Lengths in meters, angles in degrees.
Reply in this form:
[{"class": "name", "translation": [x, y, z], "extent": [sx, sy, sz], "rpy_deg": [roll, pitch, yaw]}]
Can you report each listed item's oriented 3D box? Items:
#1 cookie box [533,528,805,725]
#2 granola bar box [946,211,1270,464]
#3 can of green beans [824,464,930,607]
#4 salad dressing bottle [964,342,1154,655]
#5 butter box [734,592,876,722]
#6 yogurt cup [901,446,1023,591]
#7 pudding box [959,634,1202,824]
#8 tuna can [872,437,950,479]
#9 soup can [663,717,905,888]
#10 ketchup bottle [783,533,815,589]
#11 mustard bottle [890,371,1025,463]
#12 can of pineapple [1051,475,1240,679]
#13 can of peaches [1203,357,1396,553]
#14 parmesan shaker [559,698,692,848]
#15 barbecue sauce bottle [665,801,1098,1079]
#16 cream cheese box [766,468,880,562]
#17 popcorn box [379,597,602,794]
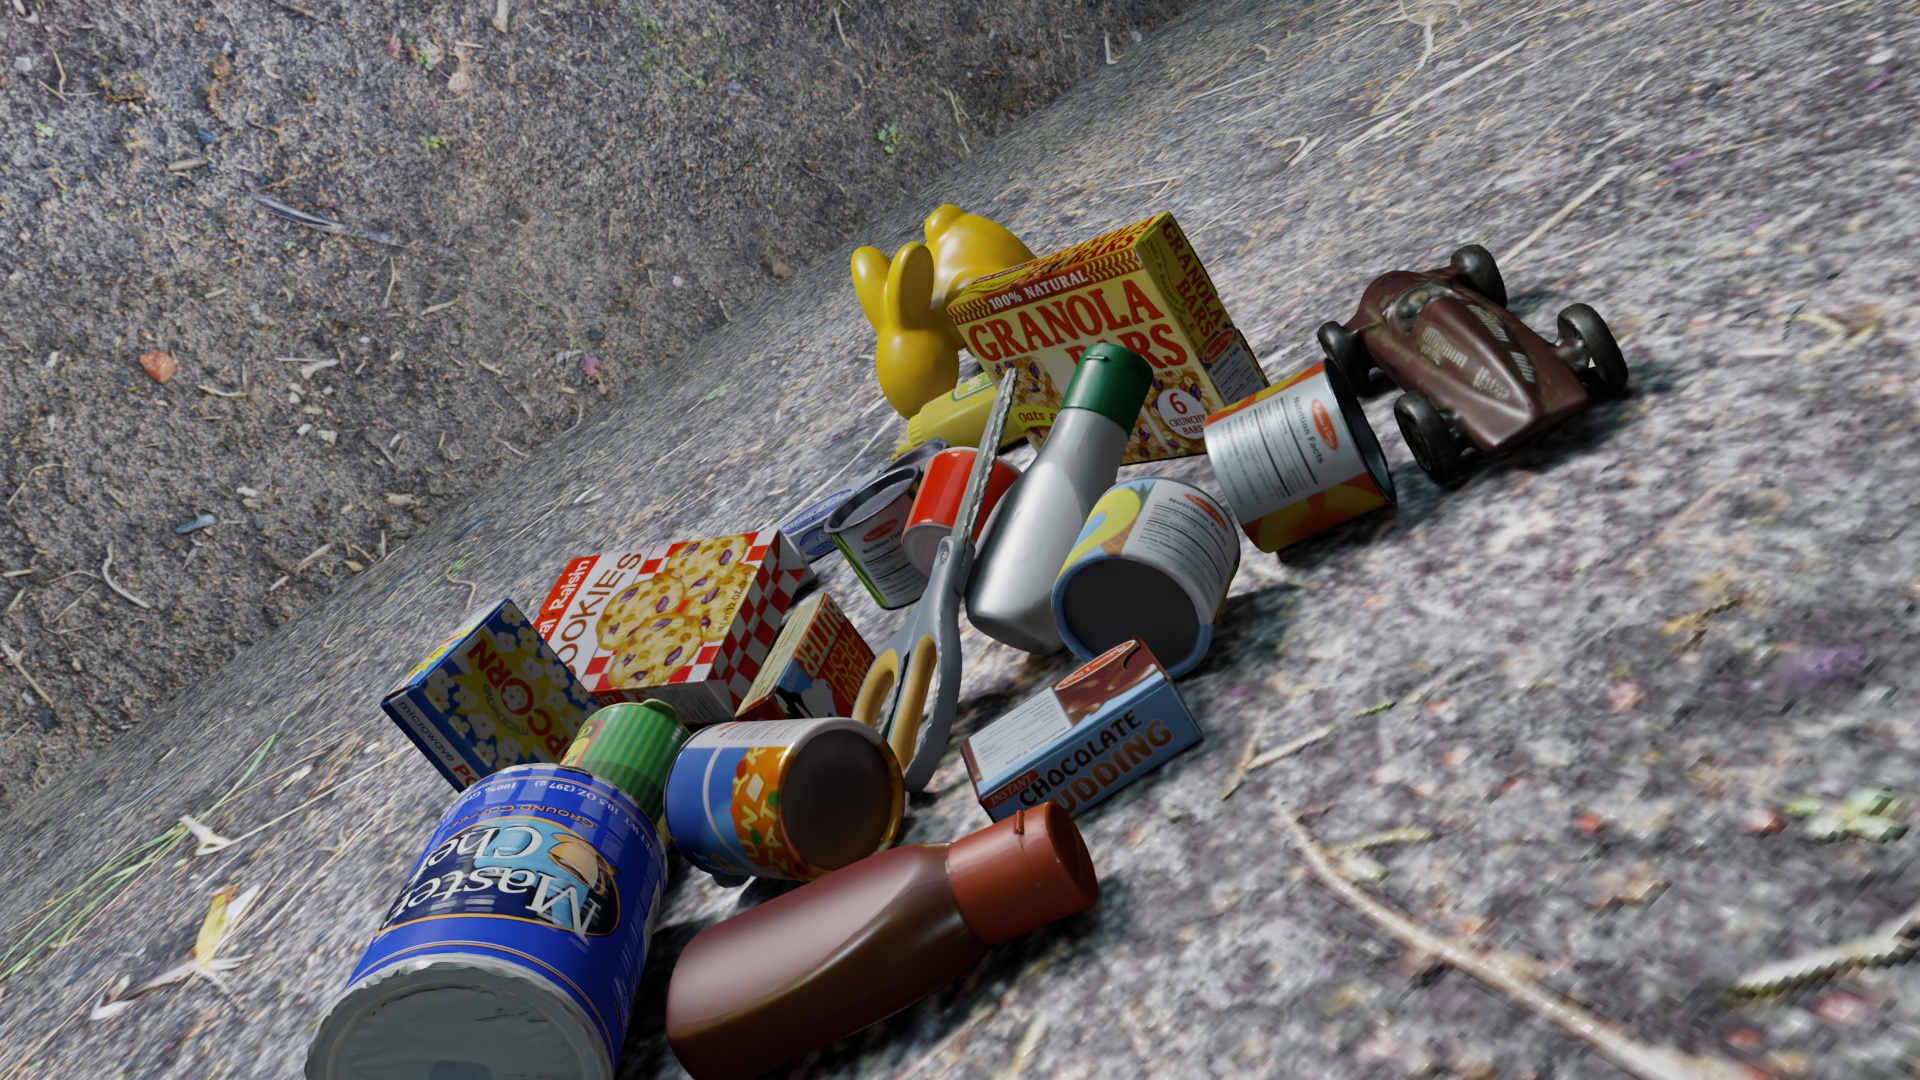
[{"class": "cookie box", "translation": [-0.193, 0.056, 0.853], "extent": [0.167, 0.040, 0.123], "rpy_deg": [-8, 42, 27]}, {"class": "granola bar box", "translation": [0.081, -0.103, 0.772], "extent": [0.039, 0.124, 0.165], "rpy_deg": [-44, 21, -28]}, {"class": "can of green beans", "translation": [-0.036, -0.002, 0.813], "extent": [0.071, 0.057, 0.071], "rpy_deg": [-30, 18, 11]}, {"class": "salad dressing bottle", "translation": [0.050, -0.022, 0.649], "extent": [0.064, 0.044, 0.148], "rpy_deg": [9, 68, 37]}, {"class": "butter box", "translation": [-0.072, 0.073, 0.686], "extent": [0.024, 0.053, 0.104], "rpy_deg": [-29, 17, 22]}, {"class": "yogurt cup", "translation": [0.003, -0.009, 0.755], "extent": [0.072, 0.072, 0.054], "rpy_deg": [-15, 37, 44]}, {"class": "pudding box", "translation": [0.044, 0.075, 0.523], "extent": [0.084, 0.030, 0.050], "rpy_deg": [-32, 17, 1]}, {"class": "tuna can", "translation": [-0.027, -0.037, 0.927], "extent": [0.071, 0.032, 0.071], "rpy_deg": [-29, 18, 11]}, {"class": "soup can", "translation": [-0.073, 0.110, 0.577], "extent": [0.083, 0.071, 0.072], "rpy_deg": [-11, 28, 48]}, {"class": "ketchup bottle", "translation": [-0.167, 0.051, 0.916], "extent": [0.149, 0.043, 0.065], "rpy_deg": [-35, 24, -6]}, {"class": "mustard bottle", "translation": [0.013, -0.087, 0.962], "extent": [0.160, 0.048, 0.065], "rpy_deg": [-24, 18, 25]}, {"class": "can of pineapple", "translation": [0.075, 0.017, 0.566], "extent": [0.071, 0.071, 0.058], "rpy_deg": [-21, 22, 33]}, {"class": "can of peaches", "translation": [0.144, -0.034, 0.588], "extent": [0.058, 0.071, 0.071], "rpy_deg": [-26, 19, 23]}, {"class": "parmesan shaker", "translation": [-0.170, 0.131, 0.670], "extent": [0.071, 0.071, 0.103], "rpy_deg": [-28, 18, 16]}, {"class": "barbecue sauce bottle", "translation": [-0.027, 0.133, 0.470], "extent": [0.148, 0.043, 0.065], "rpy_deg": [-27, 19, 15]}, {"class": "cream cheese box", "translation": [-0.098, -0.010, 0.991], "extent": [0.103, 0.024, 0.053], "rpy_deg": [-28, 17, 14]}, {"class": "popcorn box", "translation": [-0.245, 0.106, 0.770], "extent": [0.038, 0.126, 0.085], "rpy_deg": [-26, 19, 30]}]
